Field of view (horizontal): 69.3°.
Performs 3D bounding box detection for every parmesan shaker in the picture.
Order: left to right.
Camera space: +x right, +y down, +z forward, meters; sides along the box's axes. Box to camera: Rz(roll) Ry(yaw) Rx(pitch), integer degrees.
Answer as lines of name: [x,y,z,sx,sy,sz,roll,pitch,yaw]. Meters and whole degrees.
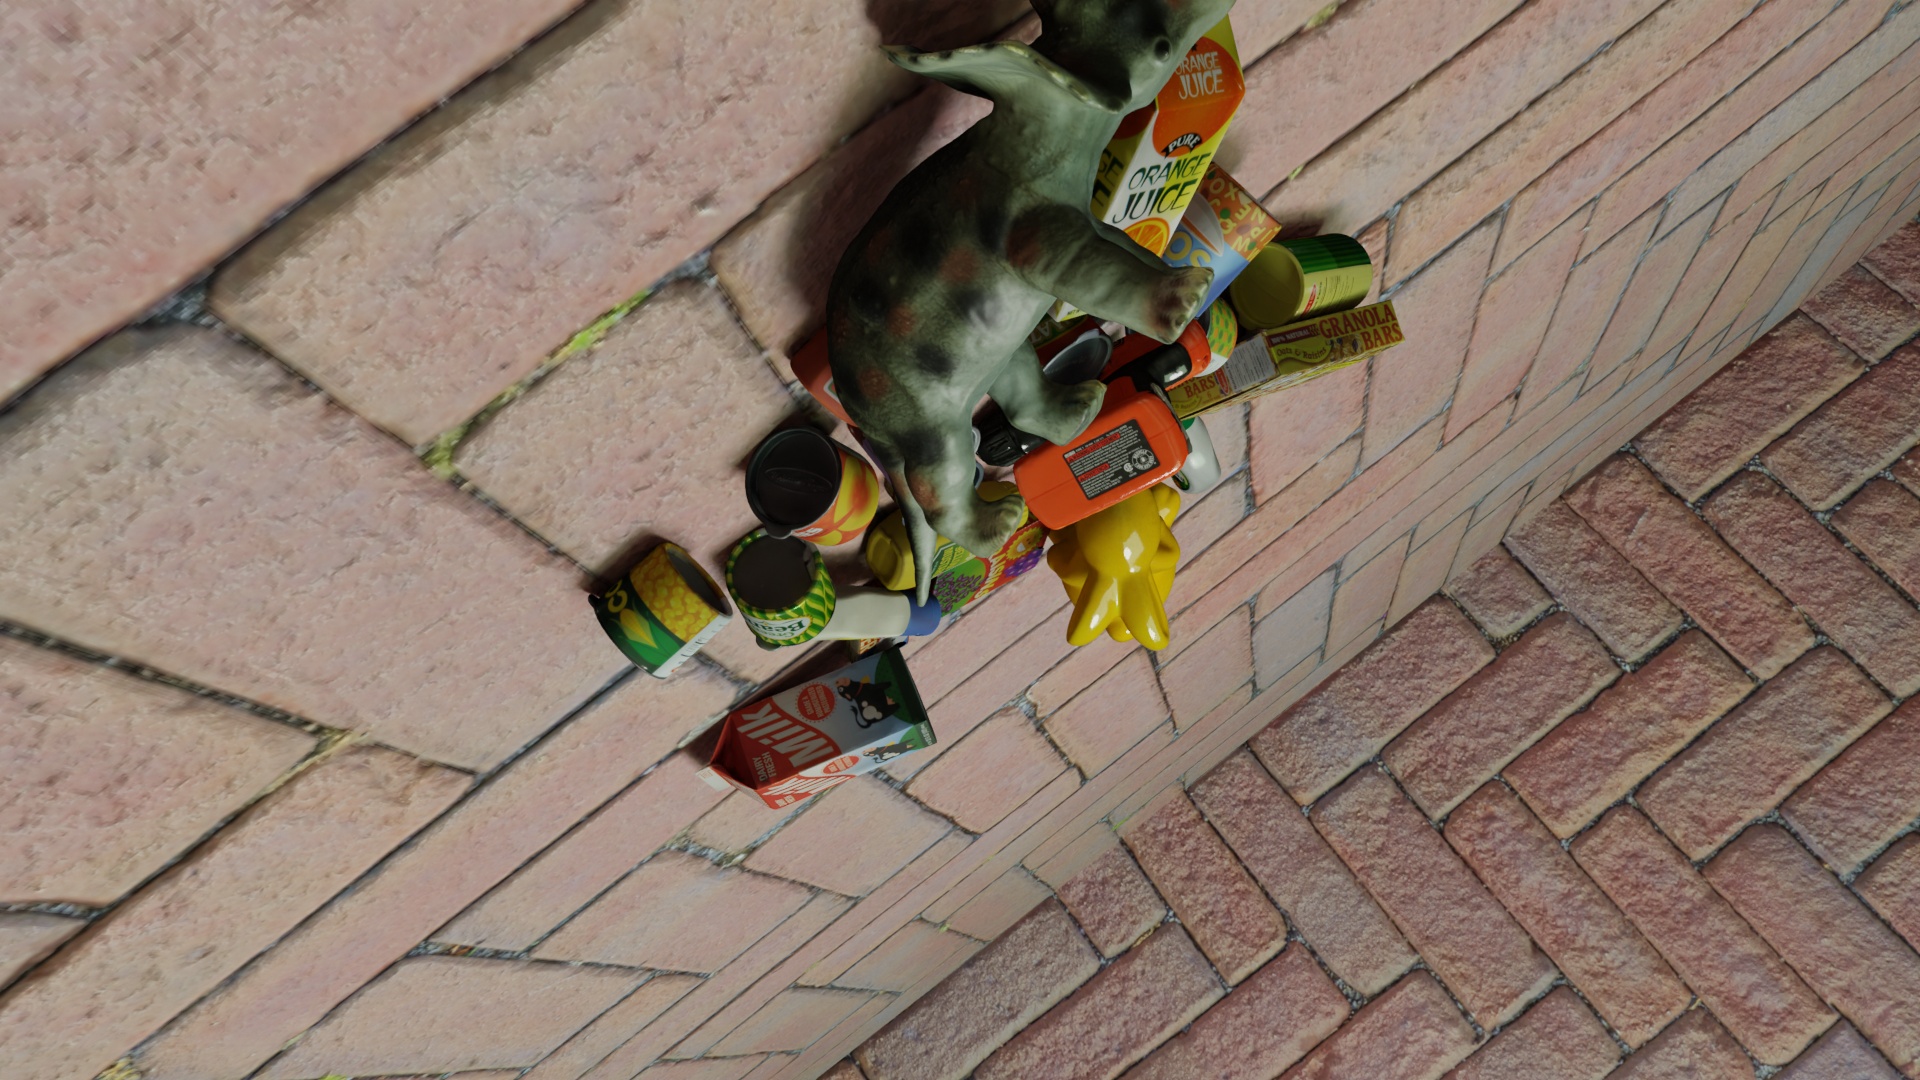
parmesan shaker: [0.266,-0.202,1.089,0.103,0.071,0.071,-17,150,-43]

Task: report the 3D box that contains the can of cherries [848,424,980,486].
can of cherries: [-0.031,-0.068,0.899,0.072,0.058,0.071,-33,157,-16]

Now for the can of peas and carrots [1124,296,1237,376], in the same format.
can of peas and carrots: [0.163,-0.158,1.019,0.070,0.071,0.059,-48,156,21]

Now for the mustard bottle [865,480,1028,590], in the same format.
mustard bottle: [0.004,-0.013,1.070,0.161,0.049,0.065,-24,156,-32]

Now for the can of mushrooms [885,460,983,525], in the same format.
can of mushrooms: [-0.021,-0.043,0.997,0.071,0.033,0.070,-33,158,-15]

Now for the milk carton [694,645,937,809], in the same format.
milk carton: [-0.123,0.164,1.156,0.191,0.073,0.072,-22,156,-3]

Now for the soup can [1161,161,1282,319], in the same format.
soup can: [0.162,-0.202,0.931,0.083,0.071,0.071,-48,156,19]

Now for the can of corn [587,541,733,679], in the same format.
can of corn: [-0.186,0.041,0.866,0.058,0.071,0.071,-41,158,4]

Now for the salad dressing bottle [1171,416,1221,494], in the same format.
salad dressing bottle: [0.191,-0.091,1.201,0.044,0.064,0.147,-30,150,5]

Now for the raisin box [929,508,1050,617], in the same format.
raisin box: [0.015,0.011,1.147,0.124,0.040,0.085,-28,155,-26]

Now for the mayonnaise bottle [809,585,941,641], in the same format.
mayonnaise bottle: [-0.076,0.055,1.044,0.148,0.065,0.041,4,90,-49]

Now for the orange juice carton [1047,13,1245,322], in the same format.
orange juice carton: [0.090,-0.220,0.775,0.072,0.073,0.191,-21,152,-35]

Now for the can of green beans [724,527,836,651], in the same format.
can of green beans: [-0.121,0.031,0.940,0.071,0.071,0.057,-34,157,-11]

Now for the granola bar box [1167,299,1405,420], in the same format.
granola bar box: [0.255,-0.142,1.108,0.166,0.039,0.124,-18,178,-37]

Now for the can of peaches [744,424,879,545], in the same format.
can of peaches: [-0.092,-0.031,0.864,0.071,0.071,0.058,-42,158,9]

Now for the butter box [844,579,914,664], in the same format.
butter box: [-0.068,0.067,1.146,0.053,0.024,0.103,-29,156,-21]

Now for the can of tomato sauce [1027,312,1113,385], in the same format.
can of tomato sauce: [0.043,-0.131,0.860,0.071,0.083,0.071,-32,157,-16]

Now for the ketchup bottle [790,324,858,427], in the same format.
ketchup bottle: [-0.027,-0.133,0.800,0.148,0.044,0.064,-43,146,9]
